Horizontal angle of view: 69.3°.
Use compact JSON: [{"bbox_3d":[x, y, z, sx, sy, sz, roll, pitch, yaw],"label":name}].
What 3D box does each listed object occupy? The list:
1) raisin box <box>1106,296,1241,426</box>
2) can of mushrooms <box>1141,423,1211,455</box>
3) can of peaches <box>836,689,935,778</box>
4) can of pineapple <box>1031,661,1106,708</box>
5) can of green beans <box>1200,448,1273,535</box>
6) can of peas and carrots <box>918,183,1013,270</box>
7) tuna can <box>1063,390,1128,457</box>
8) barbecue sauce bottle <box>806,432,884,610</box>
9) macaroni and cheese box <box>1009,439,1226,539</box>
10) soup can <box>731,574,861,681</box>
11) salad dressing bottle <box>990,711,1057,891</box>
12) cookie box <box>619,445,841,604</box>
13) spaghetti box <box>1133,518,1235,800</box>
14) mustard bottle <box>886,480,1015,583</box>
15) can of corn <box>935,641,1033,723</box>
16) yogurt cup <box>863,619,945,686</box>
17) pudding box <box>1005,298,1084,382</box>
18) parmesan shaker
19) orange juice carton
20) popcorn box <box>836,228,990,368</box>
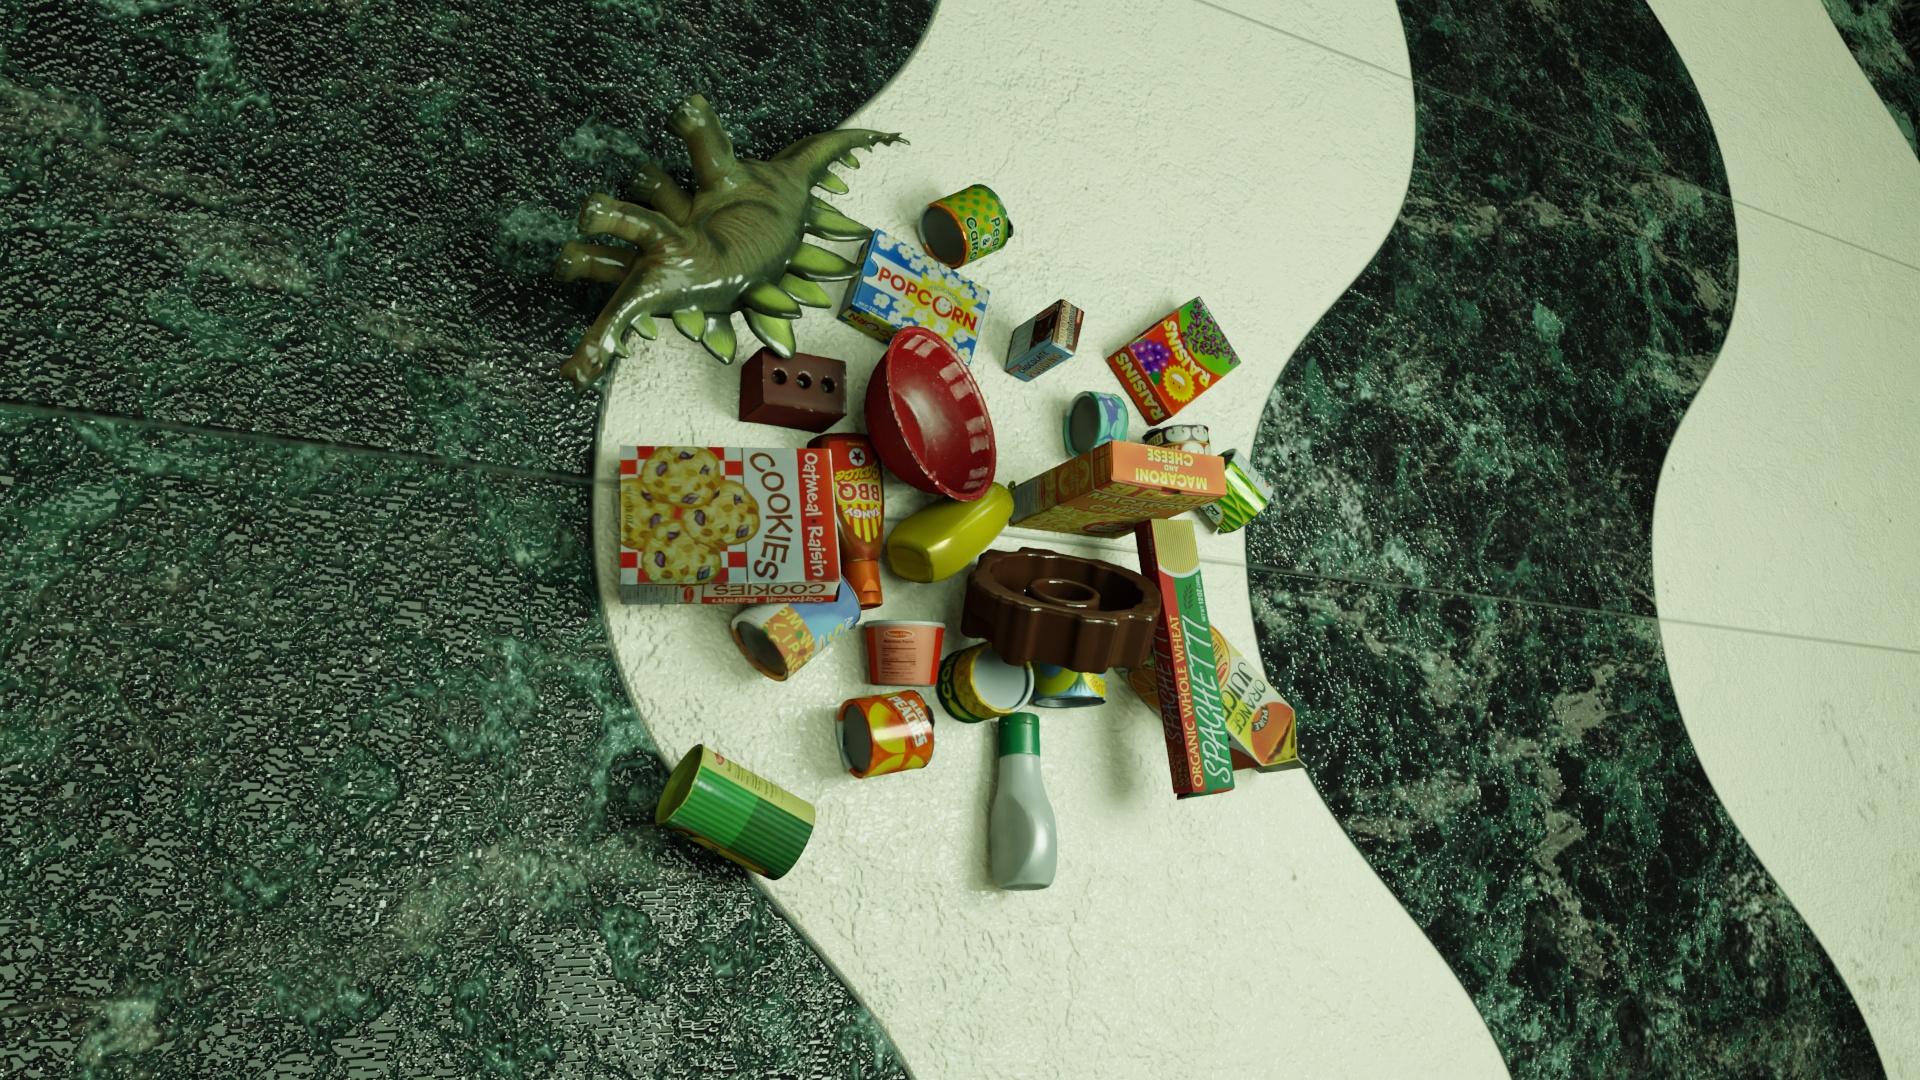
[{"bbox_3d":[0.218,-0.183,1.412,0.124,0.040,0.086,-37,97,-34],"label":"raisin box"},{"bbox_3d":[0.211,-0.091,1.365,0.071,0.071,0.033,1,77,-30],"label":"can of mushrooms"},{"bbox_3d":[-0.061,0.157,1.133,0.058,0.071,0.071,-5,79,-30],"label":"can of peaches"},{"bbox_3d":[0.098,0.117,1.238,0.071,0.071,0.058,8,73,-28],"label":"can of pineapple"},{"bbox_3d":[0.269,-0.050,1.388,0.058,0.071,0.071,47,59,-10],"label":"can of green beans"},{"bbox_3d":[0.005,-0.292,1.300,0.059,0.070,0.071,-31,93,-32],"label":"can of peas and carrots"},{"bbox_3d":[0.129,-0.106,1.321,0.033,0.071,0.071,4,75,-28],"label":"tuna can"},{"bbox_3d":[-0.092,-0.015,1.180,0.065,0.043,0.148,1,76,-38],"label":"barbecue sauce bottle"},{"bbox_3d":[0.138,-0.042,1.249,0.124,0.166,0.040,6,74,-29],"label":"macaroni and cheese box"},{"bbox_3d":[-0.131,0.066,1.121,0.084,0.071,0.071,-40,98,-32],"label":"soup can"},{"bbox_3d":[0.052,0.222,1.189,0.044,0.064,0.148,16,61,-34],"label":"salad dressing bottle"},{"bbox_3d":[-0.181,-0.012,1.090,0.168,0.040,0.123,0,62,-14],"label":"cookie box"},{"bbox_3d":[0.199,0.103,1.240,0.050,0.028,0.250,1,75,-29],"label":"spaghetti box"},{"bbox_3d":[0.004,-0.015,1.225,0.161,0.065,0.048,-34,127,-42],"label":"mustard bottle"},{"bbox_3d":[0.019,0.121,1.197,0.071,0.058,0.071,9,72,-28],"label":"can of corn"},{"bbox_3d":[-0.047,0.095,1.164,0.072,0.072,0.054,5,82,-29],"label":"yogurt cup"},{"bbox_3d":[0.078,-0.187,1.304,0.030,0.083,0.050,24,65,-23],"label":"pudding box"},{"bbox_3d":[-0.170,0.208,1.055,0.103,0.071,0.071,33,62,-19],"label":"parmesan shaker"},{"bbox_3d":[0.243,0.154,1.311,0.192,0.071,0.073,45,59,-11],"label":"orange juice carton"},{"bbox_3d":[-0.041,-0.216,1.270,0.126,0.038,0.085,25,66,-23],"label":"popcorn box"}]
